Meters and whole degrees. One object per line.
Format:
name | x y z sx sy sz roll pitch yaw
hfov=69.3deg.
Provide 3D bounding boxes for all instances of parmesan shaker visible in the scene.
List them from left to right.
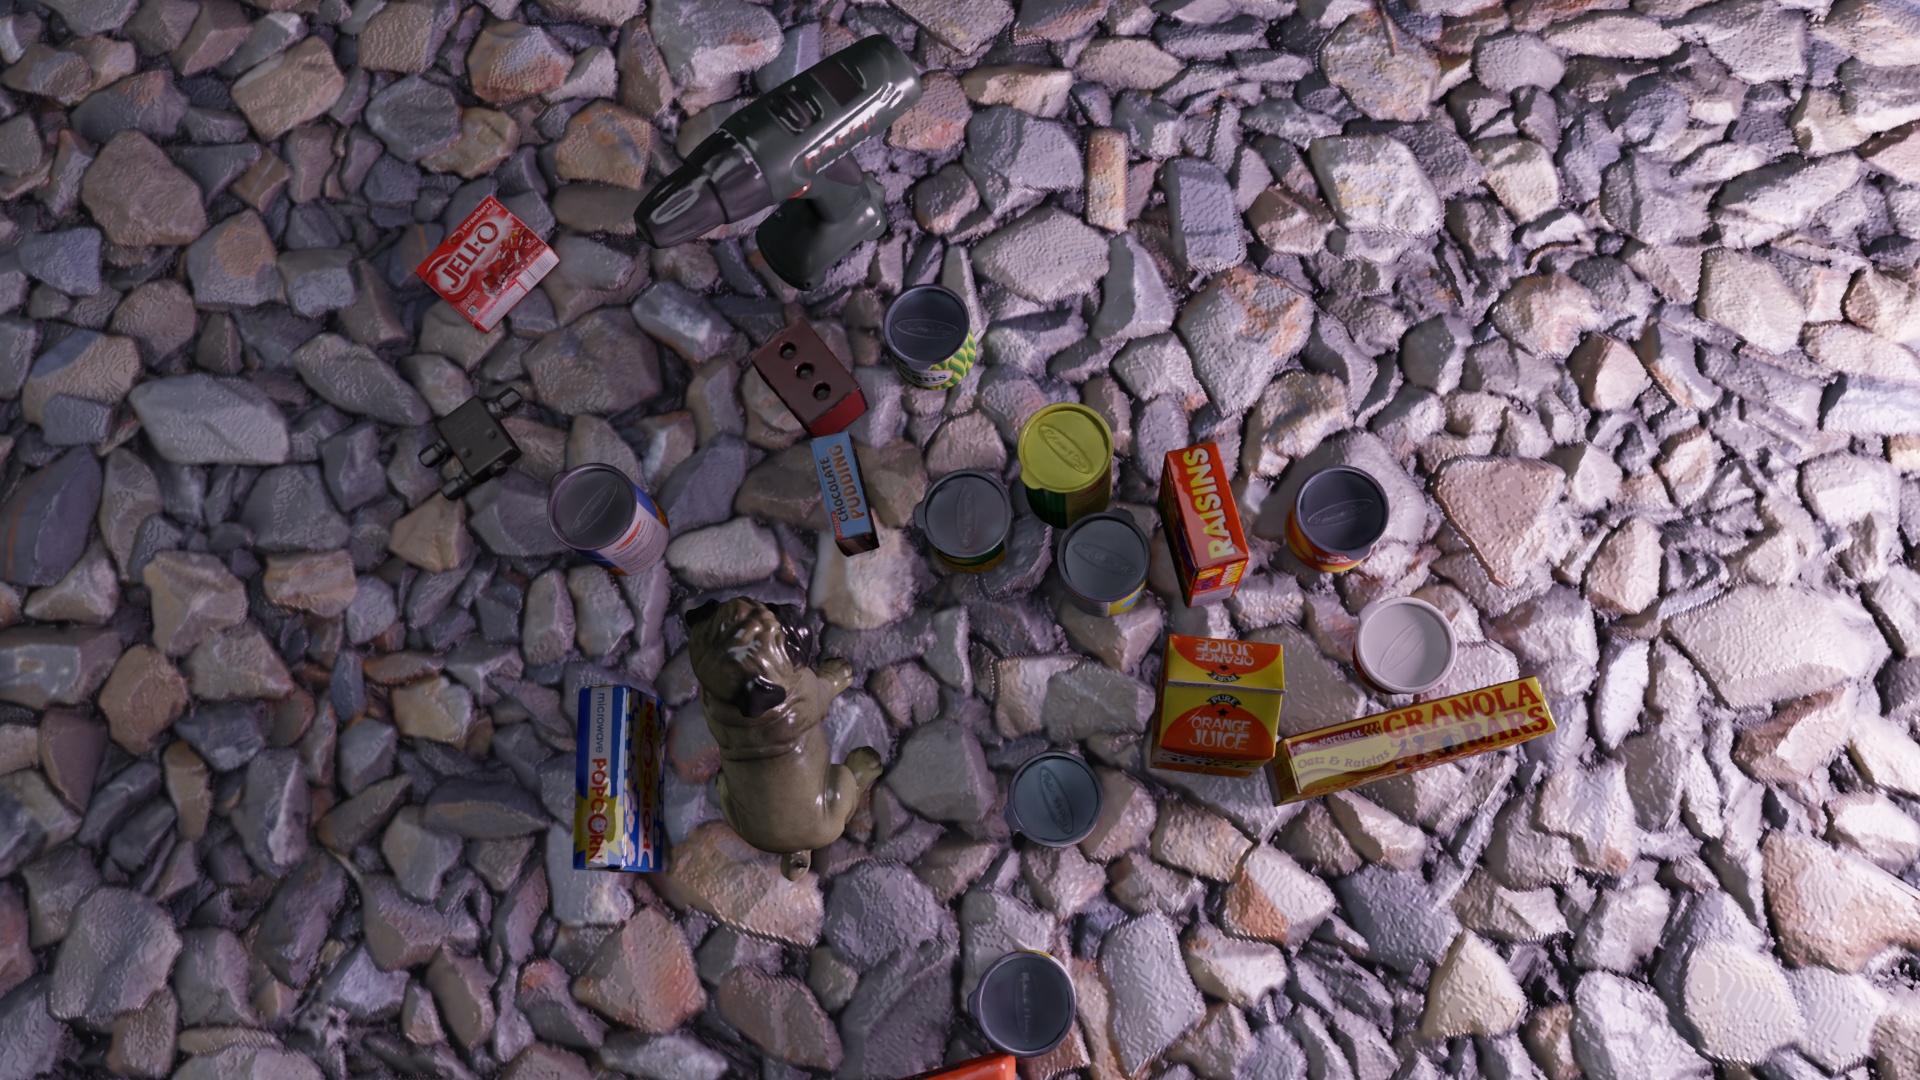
parmesan shaker | 0.074 -0.050 1.004 0.071 0.103 0.071 -1 75 5

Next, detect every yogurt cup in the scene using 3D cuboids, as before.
yogurt cup | 0.307 0.078 0.974 0.072 0.054 0.072 -1 75 5

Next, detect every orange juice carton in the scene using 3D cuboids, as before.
orange juice carton | 0.165 0.109 0.906 0.072 0.192 0.073 6 76 7

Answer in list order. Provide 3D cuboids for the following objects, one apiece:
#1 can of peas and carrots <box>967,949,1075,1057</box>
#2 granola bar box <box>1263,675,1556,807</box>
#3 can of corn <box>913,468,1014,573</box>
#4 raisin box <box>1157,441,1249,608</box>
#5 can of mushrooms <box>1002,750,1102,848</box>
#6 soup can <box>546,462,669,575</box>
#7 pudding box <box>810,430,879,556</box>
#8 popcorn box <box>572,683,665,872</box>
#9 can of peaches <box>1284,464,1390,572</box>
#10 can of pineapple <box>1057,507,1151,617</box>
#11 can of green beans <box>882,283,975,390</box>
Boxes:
can of peas and carrots | 0.042 0.309 0.932 0.071 0.058 0.071 -1 75 5
granola bar box | 0.290 0.135 0.923 0.166 0.124 0.039 -15 75 1
can of corn | 0.004 -0.013 1.023 0.071 0.058 0.071 -1 75 5
raisin box | 0.168 -0.009 0.974 0.040 0.123 0.086 -13 75 2
can of mushrooms | 0.065 0.183 0.977 0.071 0.033 0.071 -1 75 5
soup can | -0.262 -0.016 1.034 0.071 0.083 0.071 -1 75 5
pudding box | -0.086 -0.035 1.042 0.030 0.049 0.084 -15 74 1
popcorn box | -0.239 0.170 0.981 0.038 0.085 0.127 -3 75 4
can of peaches | 0.271 -0.012 0.999 0.071 0.058 0.071 -1 75 5
can of pineapple | 0.105 0.017 1.006 0.071 0.057 0.071 -1 75 5
can of green beans | -0.023 -0.155 1.064 0.071 0.057 0.071 -1 75 5
